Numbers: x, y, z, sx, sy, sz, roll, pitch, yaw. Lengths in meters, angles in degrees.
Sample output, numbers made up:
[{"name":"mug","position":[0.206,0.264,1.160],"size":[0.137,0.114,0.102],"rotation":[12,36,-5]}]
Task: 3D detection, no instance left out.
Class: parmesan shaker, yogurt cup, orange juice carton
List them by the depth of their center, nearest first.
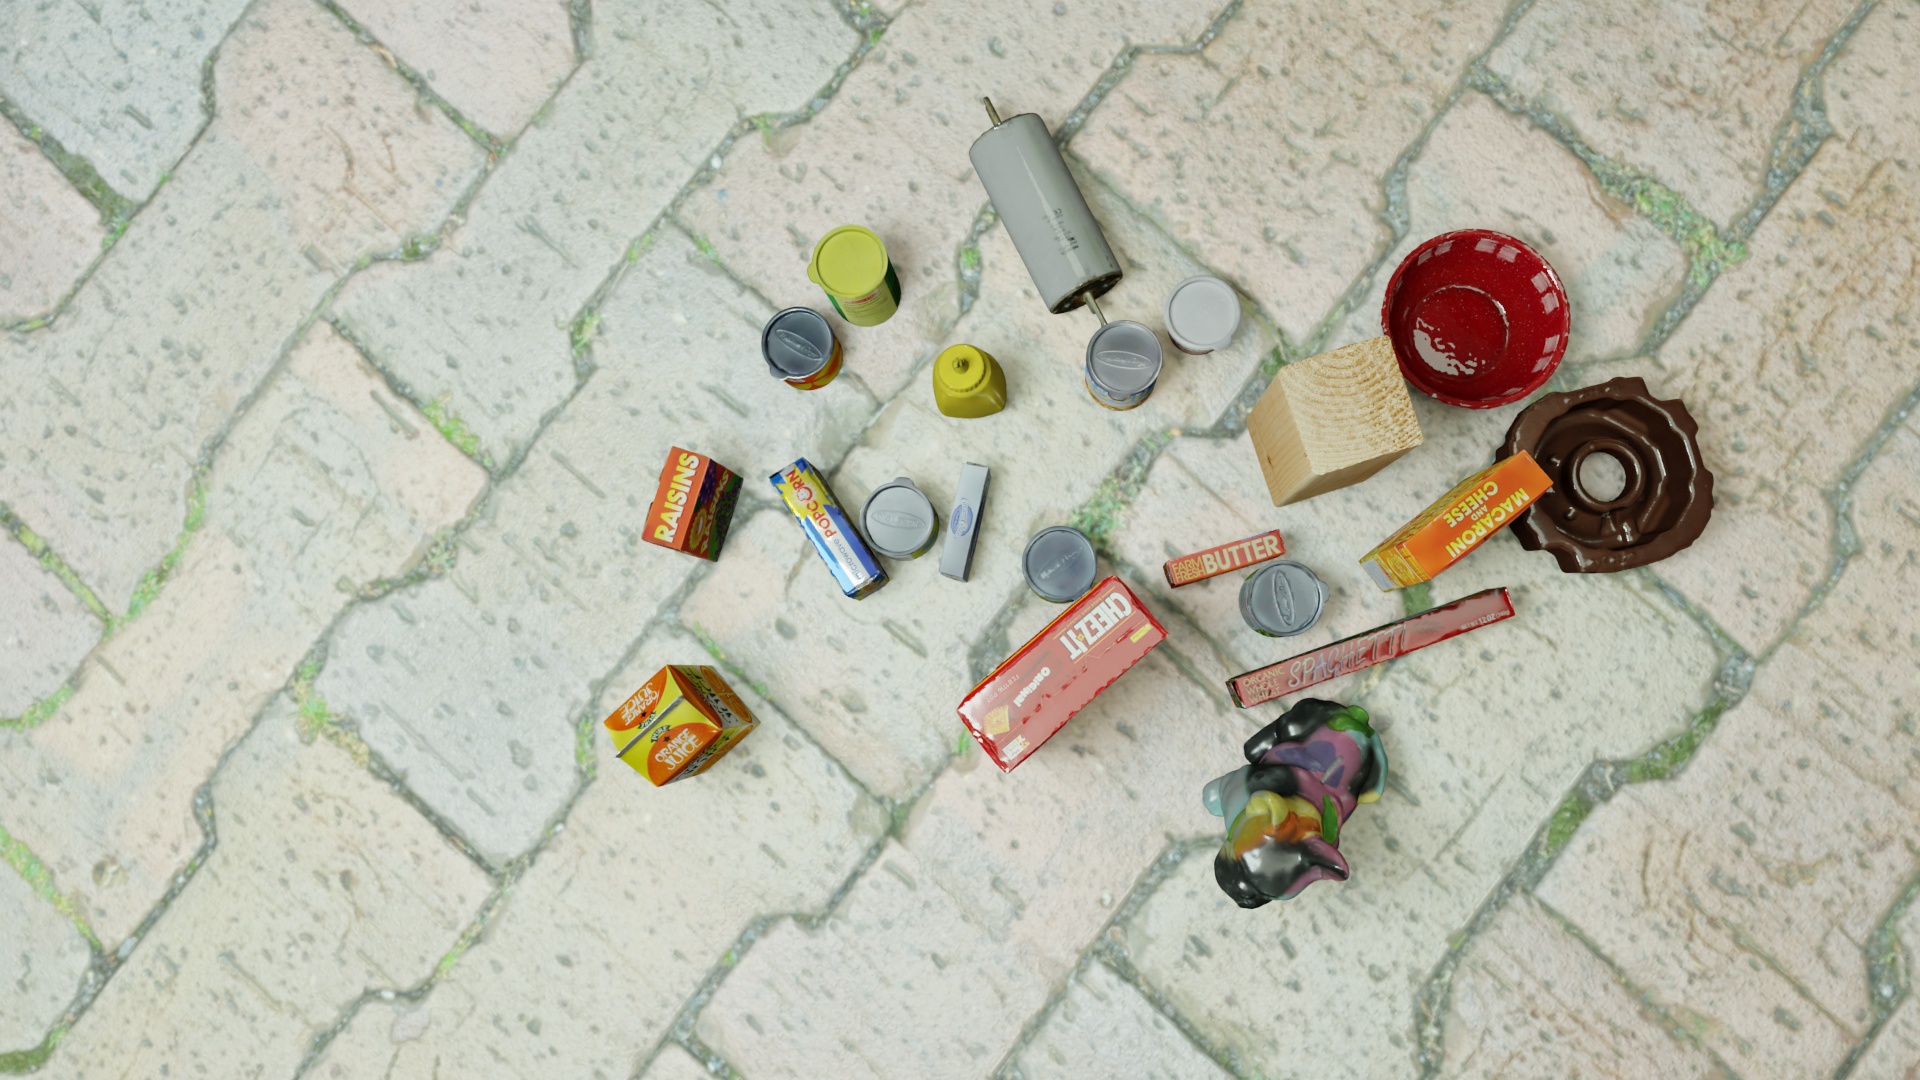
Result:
[{"name":"orange juice carton","position":[-0.237,0.154,1.173],"size":[0.072,0.192,0.073],"rotation":[-42,83,-1]},{"name":"yogurt cup","position":[0.215,-0.199,1.249],"size":[0.072,0.054,0.072],"rotation":[0,84,4]},{"name":"parmesan shaker","position":[-0.095,-0.236,1.250],"size":[0.071,0.103,0.071],"rotation":[0,84,4]}]

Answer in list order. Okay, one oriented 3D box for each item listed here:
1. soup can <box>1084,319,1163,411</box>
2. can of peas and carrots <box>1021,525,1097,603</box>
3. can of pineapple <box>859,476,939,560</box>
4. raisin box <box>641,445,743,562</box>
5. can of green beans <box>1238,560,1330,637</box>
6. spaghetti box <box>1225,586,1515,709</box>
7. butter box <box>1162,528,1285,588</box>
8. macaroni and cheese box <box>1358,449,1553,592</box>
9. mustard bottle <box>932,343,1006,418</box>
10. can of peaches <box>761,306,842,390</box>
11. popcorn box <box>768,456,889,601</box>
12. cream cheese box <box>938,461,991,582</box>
[{"name":"soup can","position":[0.143,-0.151,1.234],"size":[0.071,0.083,0.071],"rotation":[0,84,4]},{"name":"can of peas and carrots","position":[0.090,0.024,1.232],"size":[0.071,0.058,0.071],"rotation":[0,84,4]},{"name":"can of pineapple","position":[-0.053,-0.018,1.247],"size":[0.071,0.058,0.071],"rotation":[0,84,4]},{"name":"raisin box","position":[-0.235,-0.030,1.227],"size":[0.040,0.123,0.086],"rotation":[17,86,6]},{"name":"can of green beans","position":[0.280,0.052,1.216],"size":[0.071,0.058,0.071],"rotation":[0,84,4]},{"name":"spaghetti box","position":[0.354,0.094,1.211],"size":[0.250,0.050,0.029],"rotation":[-19,83,2]},{"name":"butter box","position":[0.232,0.017,1.226],"size":[0.103,0.053,0.024],"rotation":[-16,84,2]},{"name":"macaroni and cheese box","position":[0.409,-0.012,1.159],"size":[0.124,0.166,0.040],"rotation":[-38,83,0]},{"name":"mustard bottle","position":[0.006,-0.140,1.204],"size":[0.065,0.160,0.049],"rotation":[-5,84,4]},{"name":"can of peaches","position":[-0.145,-0.172,1.269],"size":[0.071,0.058,0.071],"rotation":[0,84,4]},{"name":"popcorn box","position":[-0.115,-0.008,1.236],"size":[0.038,0.085,0.127],"rotation":[-34,83,0]},{"name":"cream cheese box","position":[0.004,-0.016,1.245],"size":[0.024,0.053,0.104],"rotation":[12,85,5]}]
